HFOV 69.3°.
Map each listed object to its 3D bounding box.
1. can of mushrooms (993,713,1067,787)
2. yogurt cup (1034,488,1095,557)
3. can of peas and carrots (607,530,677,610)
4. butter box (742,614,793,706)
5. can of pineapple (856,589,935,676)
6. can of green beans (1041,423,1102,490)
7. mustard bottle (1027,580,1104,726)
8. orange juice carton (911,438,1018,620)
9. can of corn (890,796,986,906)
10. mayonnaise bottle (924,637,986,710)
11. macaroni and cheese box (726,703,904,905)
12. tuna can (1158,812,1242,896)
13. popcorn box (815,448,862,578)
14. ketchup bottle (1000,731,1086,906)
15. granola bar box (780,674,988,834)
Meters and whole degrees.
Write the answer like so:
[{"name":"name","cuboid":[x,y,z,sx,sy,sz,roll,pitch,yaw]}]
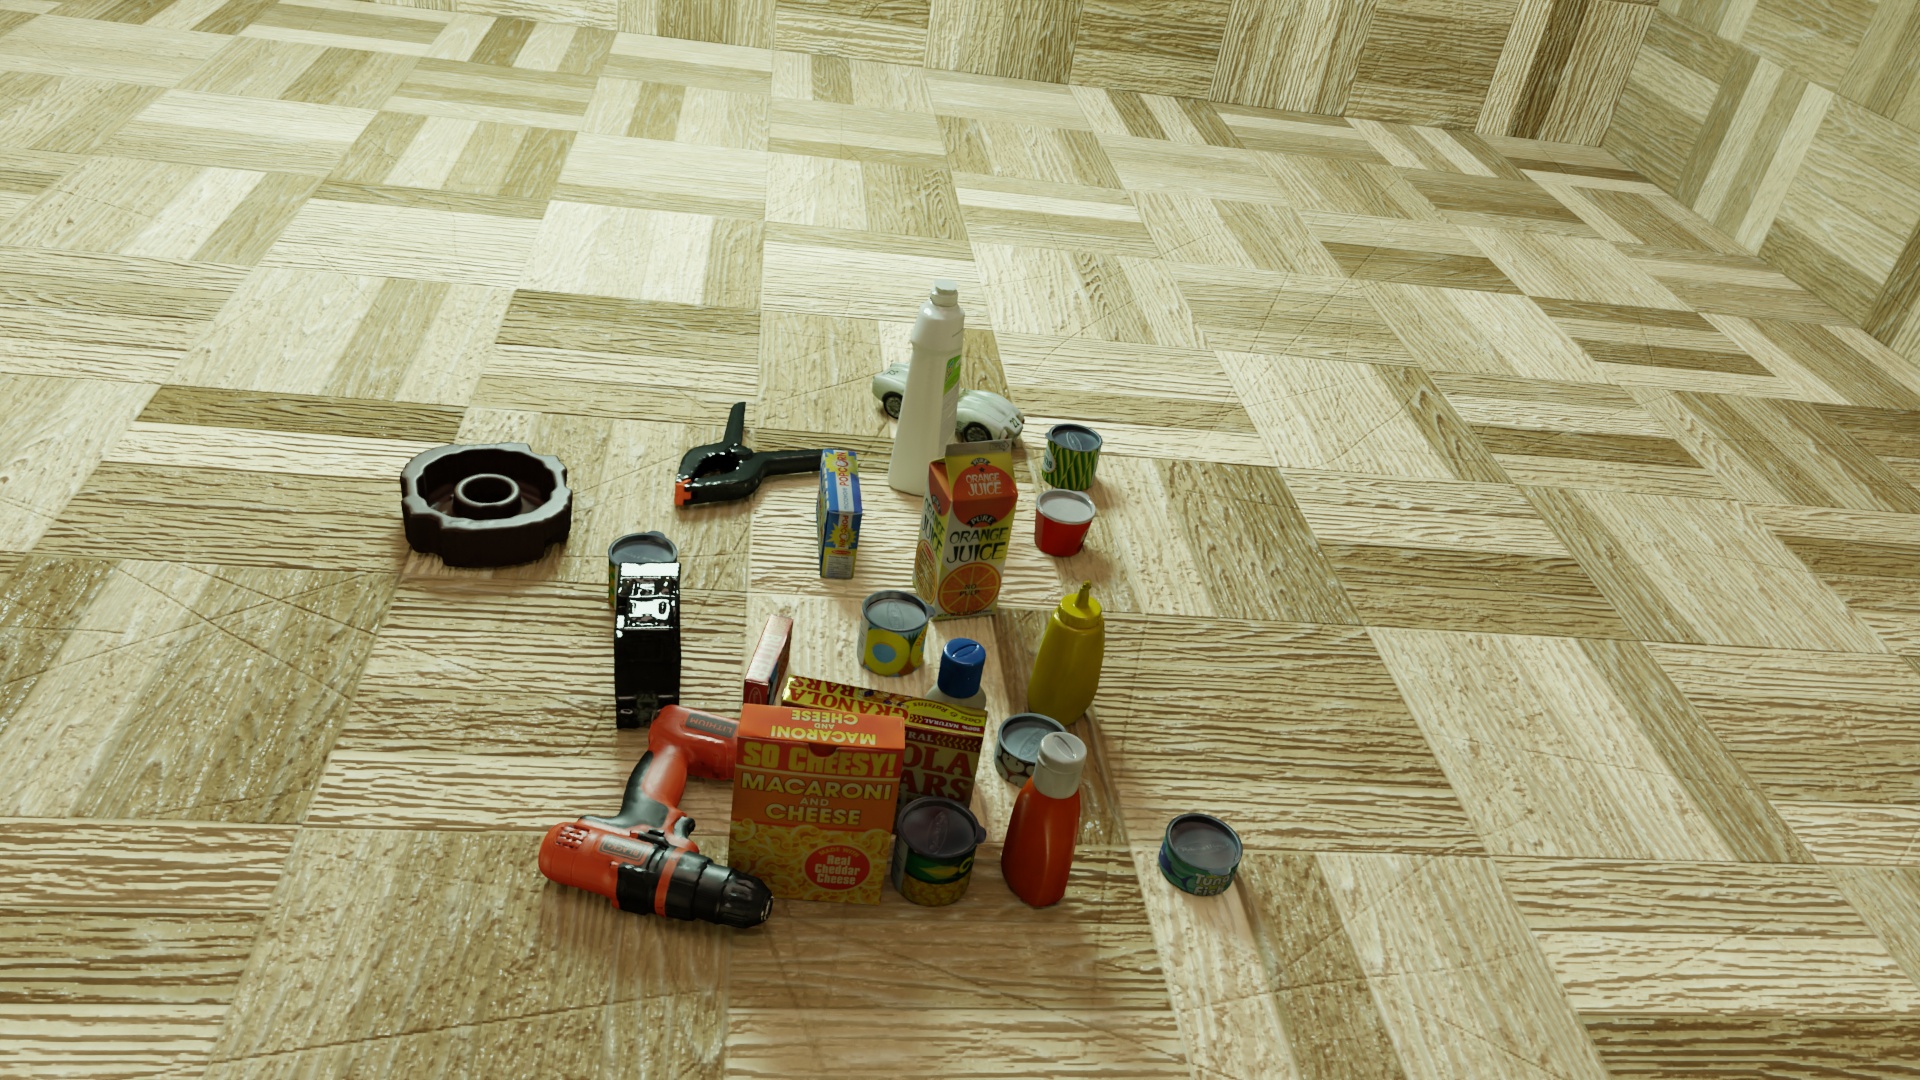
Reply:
[{"name":"can of mushrooms","cuboid":[0.066,0.190,1.247,0.071,0.033,0.071,7,33,-4]},{"name":"yogurt cup","cuboid":[0.113,-0.018,1.553,0.072,0.053,0.073,7,33,-4]},{"name":"can of peas and carrots","cuboid":[-0.311,0.033,1.363,0.071,0.058,0.071,7,33,-4]},{"name":"butter box","cuboid":[-0.177,0.118,1.274,0.024,0.052,0.104,11,33,1]},{"name":"can of pineapple","cuboid":[-0.064,0.090,1.342,0.071,0.057,0.071,7,33,-4]},{"name":"can of green beans","cuboid":[0.134,-0.101,1.679,0.071,0.057,0.071,7,33,-4]},{"name":"mustard bottle","cuboid":[0.103,0.098,1.280,0.065,0.159,0.049,-21,44,-39]},{"name":"orange juice carton","cuboid":[0.005,-0.018,1.399,0.072,0.191,0.073,-5,36,-21]},{"name":"can of corn","cuboid":[-0.018,0.250,1.113,0.071,0.058,0.071,7,33,-4]},{"name":"mayonnaise bottle","cuboid":[-0.007,0.151,1.183,0.065,0.147,0.041,-23,46,-40]},{"name":"macaroni and cheese box","cuboid":[-0.112,0.204,1.060,0.124,0.165,0.040,6,33,-6]},{"name":"tuna can","cuboid":[0.203,0.266,1.169,0.071,0.032,0.071,7,33,-4]},{"name":"popcorn box","cuboid":[-0.130,-0.029,1.479,0.038,0.084,0.127,3,34,-10]},{"name":"ketchup bottle","cuboid":[0.068,0.219,1.101,0.044,0.148,0.065,-10,38,-28]},{"name":"granola bar box","cuboid":[-0.069,0.182,1.142,0.166,0.123,0.039,10,33,1]}]
